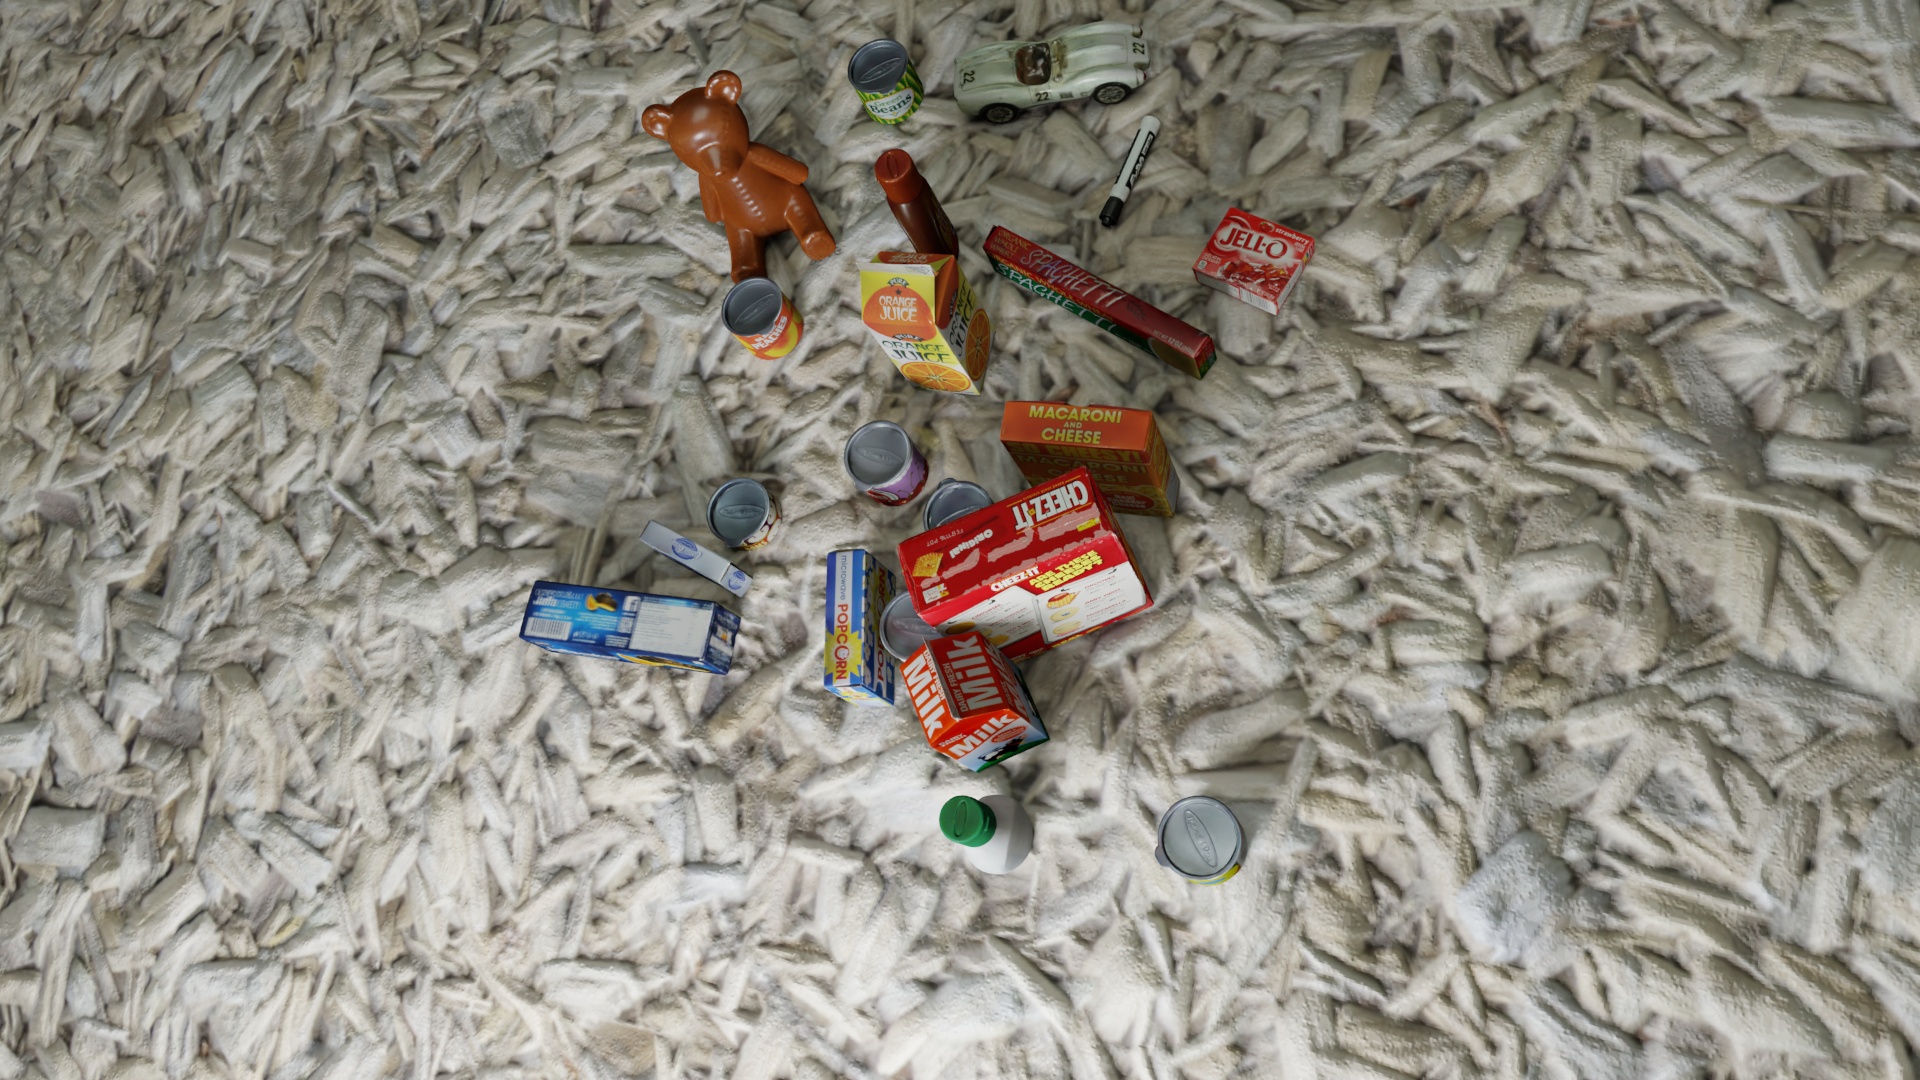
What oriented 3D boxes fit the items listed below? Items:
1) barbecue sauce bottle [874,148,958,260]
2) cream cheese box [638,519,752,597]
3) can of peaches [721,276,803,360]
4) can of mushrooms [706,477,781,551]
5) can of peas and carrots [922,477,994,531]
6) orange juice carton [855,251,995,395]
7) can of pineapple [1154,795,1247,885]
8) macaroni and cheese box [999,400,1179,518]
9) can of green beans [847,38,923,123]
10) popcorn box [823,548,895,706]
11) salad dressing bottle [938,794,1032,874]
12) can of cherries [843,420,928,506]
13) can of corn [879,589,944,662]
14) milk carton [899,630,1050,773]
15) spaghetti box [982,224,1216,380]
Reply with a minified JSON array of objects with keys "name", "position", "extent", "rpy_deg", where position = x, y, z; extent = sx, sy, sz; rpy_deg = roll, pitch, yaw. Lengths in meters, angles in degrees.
[{"name":"barbecue sauce bottle","position":[-0.042,-0.320,1.335],"extent":[0.043,0.148,0.065],"rpy_deg":[-17,68,11]},{"name":"cream cheese box","position":[-0.253,0.017,1.331],"extent":[0.104,0.053,0.024],"rpy_deg":[26,81,23]},{"name":"can of peaches","position":[-0.197,-0.221,1.396],"extent":[0.071,0.058,0.071],"rpy_deg":[-5,70,15]},{"name":"can of mushrooms","position":[-0.209,-0.023,1.343],"extent":[0.071,0.033,0.071],"rpy_deg":[-5,70,15]},{"name":"can of peas and carrots","position":[0.005,-0.016,1.263],"extent":[0.071,0.058,0.071],"rpy_deg":[-5,70,15]},{"name":"orange juice carton","position":[-0.032,-0.206,1.267],"extent":[0.072,0.192,0.073],"rpy_deg":[8,74,19]},{"name":"can of pineapple","position":[0.194,0.242,1.117],"extent":[0.071,0.057,0.071],"rpy_deg":[-5,70,15]},{"name":"macaroni and cheese box","position":[0.114,-0.069,1.190],"extent":[0.124,0.166,0.040],"rpy_deg":[6,74,18]},{"name":"can of green beans","position":[-0.077,-0.479,1.451],"extent":[0.071,0.057,0.071],"rpy_deg":[-5,70,15]},{"name":"popcorn box","position":[-0.089,0.079,1.243],"extent":[0.038,0.085,0.127],"rpy_deg":[-6,70,15]},{"name":"salad dressing bottle","position":[0.021,0.233,1.122],"extent":[0.044,0.147,0.064],"rpy_deg":[5,74,18]},{"name":"can of cherries","position":[-0.071,-0.070,1.305],"extent":[0.071,0.058,0.071],"rpy_deg":[-5,70,15]},{"name":"can of corn","position":[-0.031,0.080,1.241],"extent":[0.071,0.058,0.071],"rpy_deg":[-5,70,15]},{"name":"milk carton","position":[0.009,0.131,1.138],"extent":[0.073,0.190,0.072],"rpy_deg":[-26,66,7]},{"name":"spaghetti box","position":[0.127,-0.226,1.305],"extent":[0.250,0.050,0.029],"rpy_deg":[33,83,24]}]
